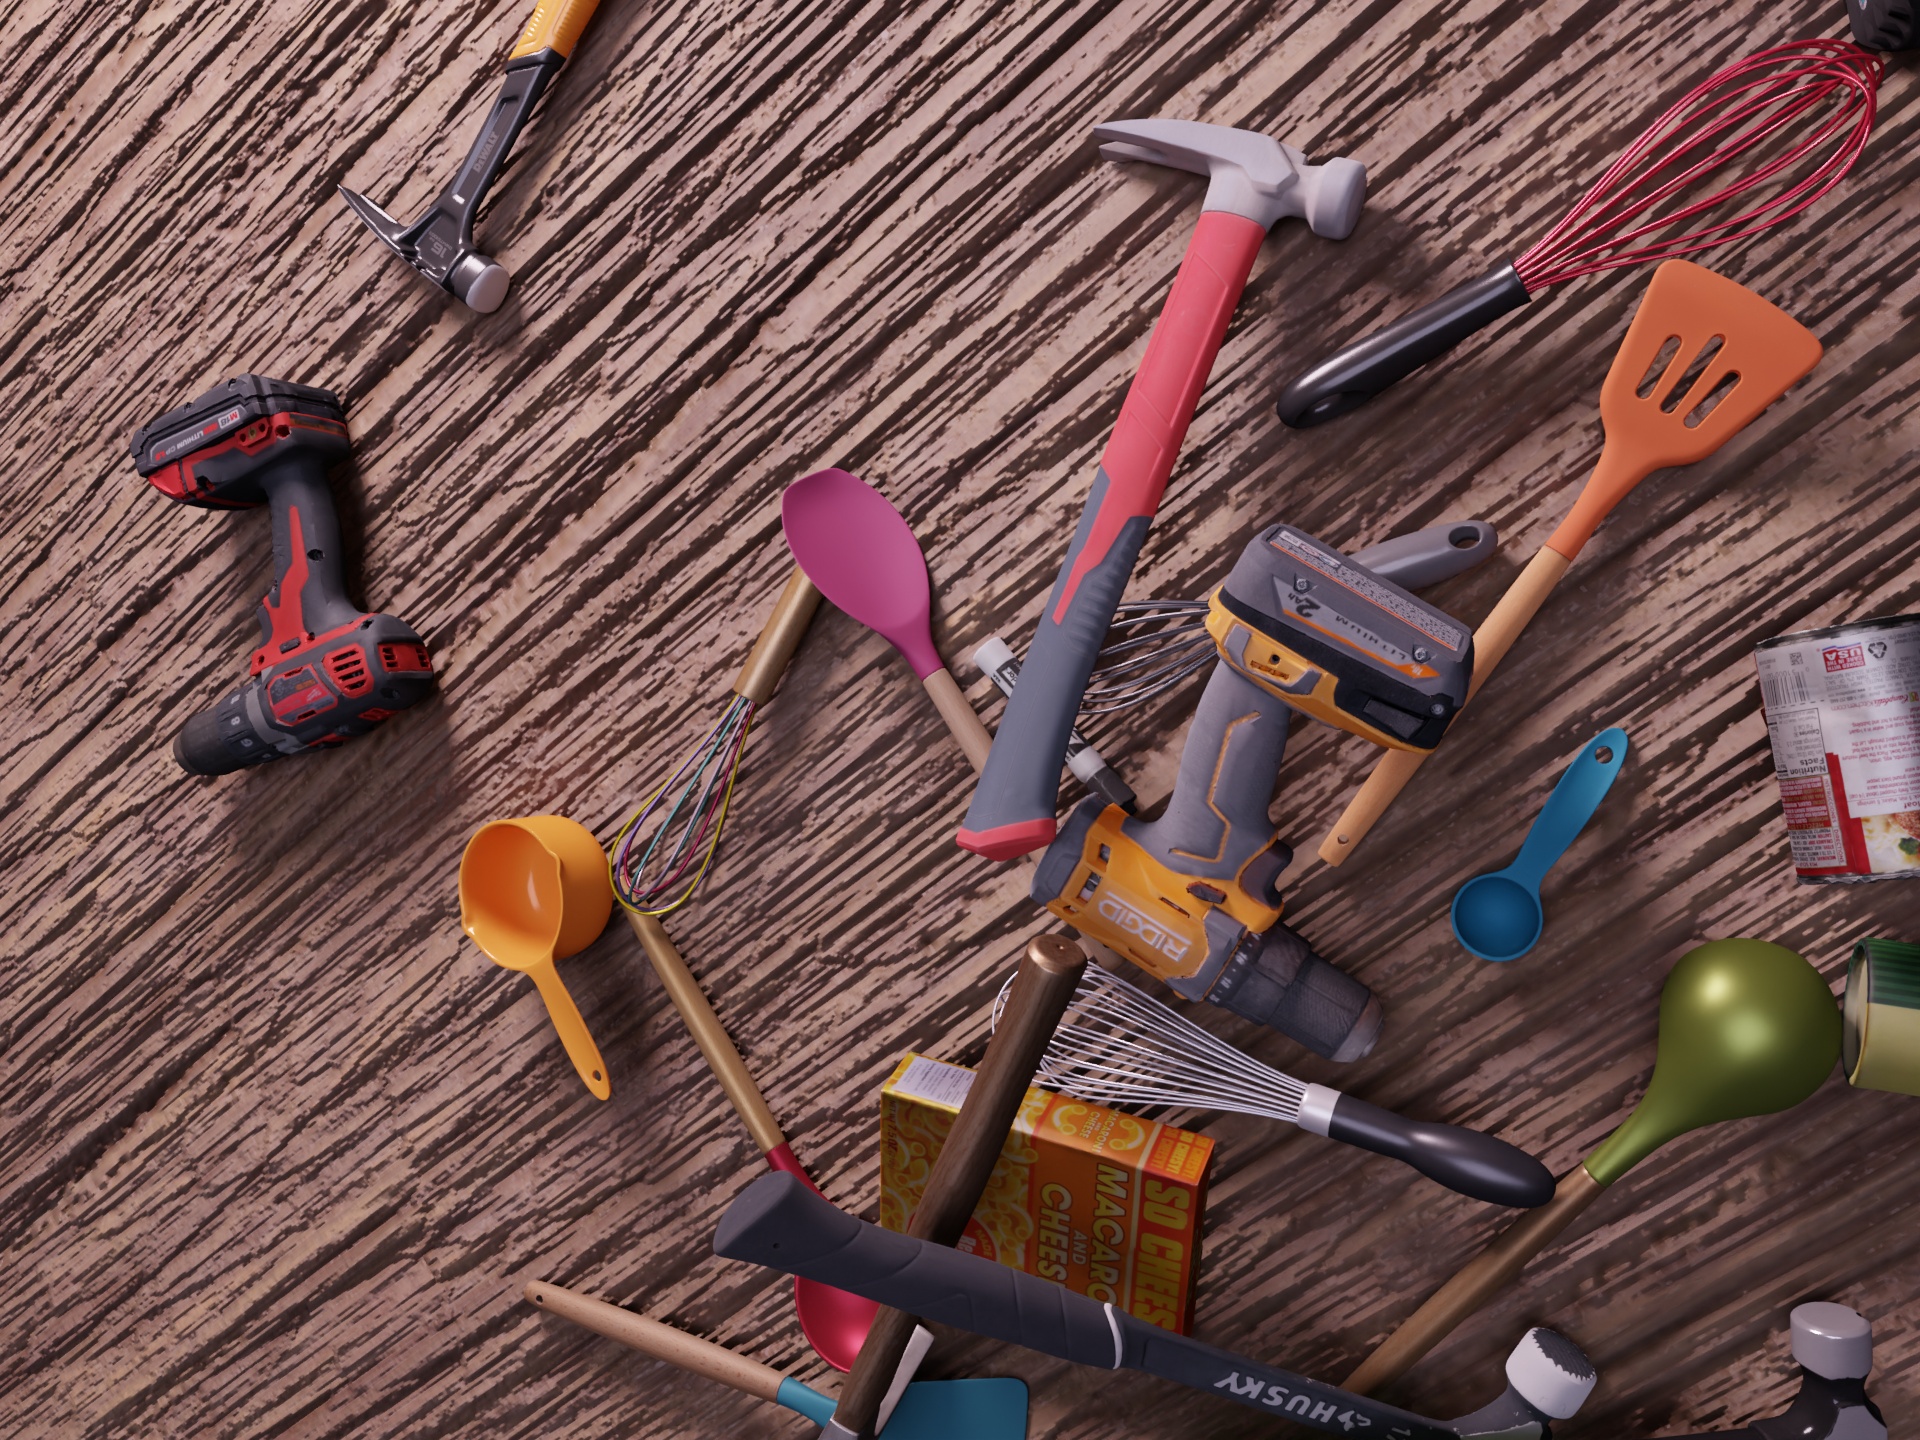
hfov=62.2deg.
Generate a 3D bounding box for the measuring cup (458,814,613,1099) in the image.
[{"bbox_3d":[-0.227,0.136,0.929,0.095,0.052,0.174,-34,78,30],"label":"measuring cup"}]

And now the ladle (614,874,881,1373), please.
[{"bbox_3d":[-0.120,0.223,0.908,0.069,0.031,0.315,-34,76,6],"label":"ladle"}]

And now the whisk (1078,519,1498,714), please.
[{"bbox_3d":[0.150,-0.057,0.802,0.239,0.055,0.055,-18,83,15],"label":"whisk"}]

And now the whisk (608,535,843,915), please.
[{"bbox_3d":[-0.134,0.004,0.908,0.047,0.051,0.245,32,97,24],"label":"whisk"}]

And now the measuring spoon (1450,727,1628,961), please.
[{"bbox_3d":[0.283,0.059,0.768,0.042,0.021,0.128,34,92,18],"label":"measuring spoon"}]

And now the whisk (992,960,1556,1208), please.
[{"bbox_3d":[0.146,0.179,0.781,0.285,0.070,0.070,15,95,24],"label":"whisk"}]

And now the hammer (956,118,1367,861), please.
[{"bbox_3d":[0.069,-0.118,0.794,0.143,0.038,0.386,20,84,21],"label":"hammer"}]

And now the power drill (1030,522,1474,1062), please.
[{"bbox_3d":[0.158,0.045,0.758,0.185,0.084,0.226,32,115,10],"label":"power drill"}]

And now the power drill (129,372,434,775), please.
[{"bbox_3d":[-0.445,-0.084,1.009,0.188,0.080,0.227,-21,85,20],"label":"power drill"}]

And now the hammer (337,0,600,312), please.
[{"bbox_3d":[-0.249,-0.421,0.959,0.127,0.034,0.337,38,102,16],"label":"hammer"}]

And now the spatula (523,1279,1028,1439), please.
[{"bbox_3d":[-0.117,0.372,0.909,0.317,0.044,0.082,10,94,25],"label":"spatula"}]

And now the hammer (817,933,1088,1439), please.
[{"bbox_3d":[-0.012,0.246,0.762,0.031,0.130,0.331,26,110,12],"label":"hammer"}]

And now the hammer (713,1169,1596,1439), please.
[{"bbox_3d":[0.083,0.289,0.723,0.408,0.036,0.149,22,107,-13],"label":"hammer"}]

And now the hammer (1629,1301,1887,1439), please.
[{"bbox_3d":[0.238,0.345,0.709,0.335,0.035,0.146,-4,96,0],"label":"hammer"}]

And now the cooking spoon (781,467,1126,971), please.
[{"bbox_3d":[-0.001,-0.003,0.863,0.069,0.017,0.319,-28,80,-24],"label":"cooking spoon"}]

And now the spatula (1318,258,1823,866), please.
[{"bbox_3d":[0.269,-0.060,0.757,0.081,0.041,0.322,36,103,11],"label":"spatula"}]

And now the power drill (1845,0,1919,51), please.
[{"bbox_3d":[0.494,-0.380,0.660,0.223,0.080,0.171,-8,87,16],"label":"power drill"}]

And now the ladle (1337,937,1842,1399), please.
[{"bbox_3d":[0.284,0.228,0.756,0.078,0.062,0.320,43,110,14],"label":"ladle"}]

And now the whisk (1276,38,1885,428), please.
[{"bbox_3d":[0.281,-0.217,0.746,0.296,0.073,0.073,-28,80,23],"label":"whisk"}]
